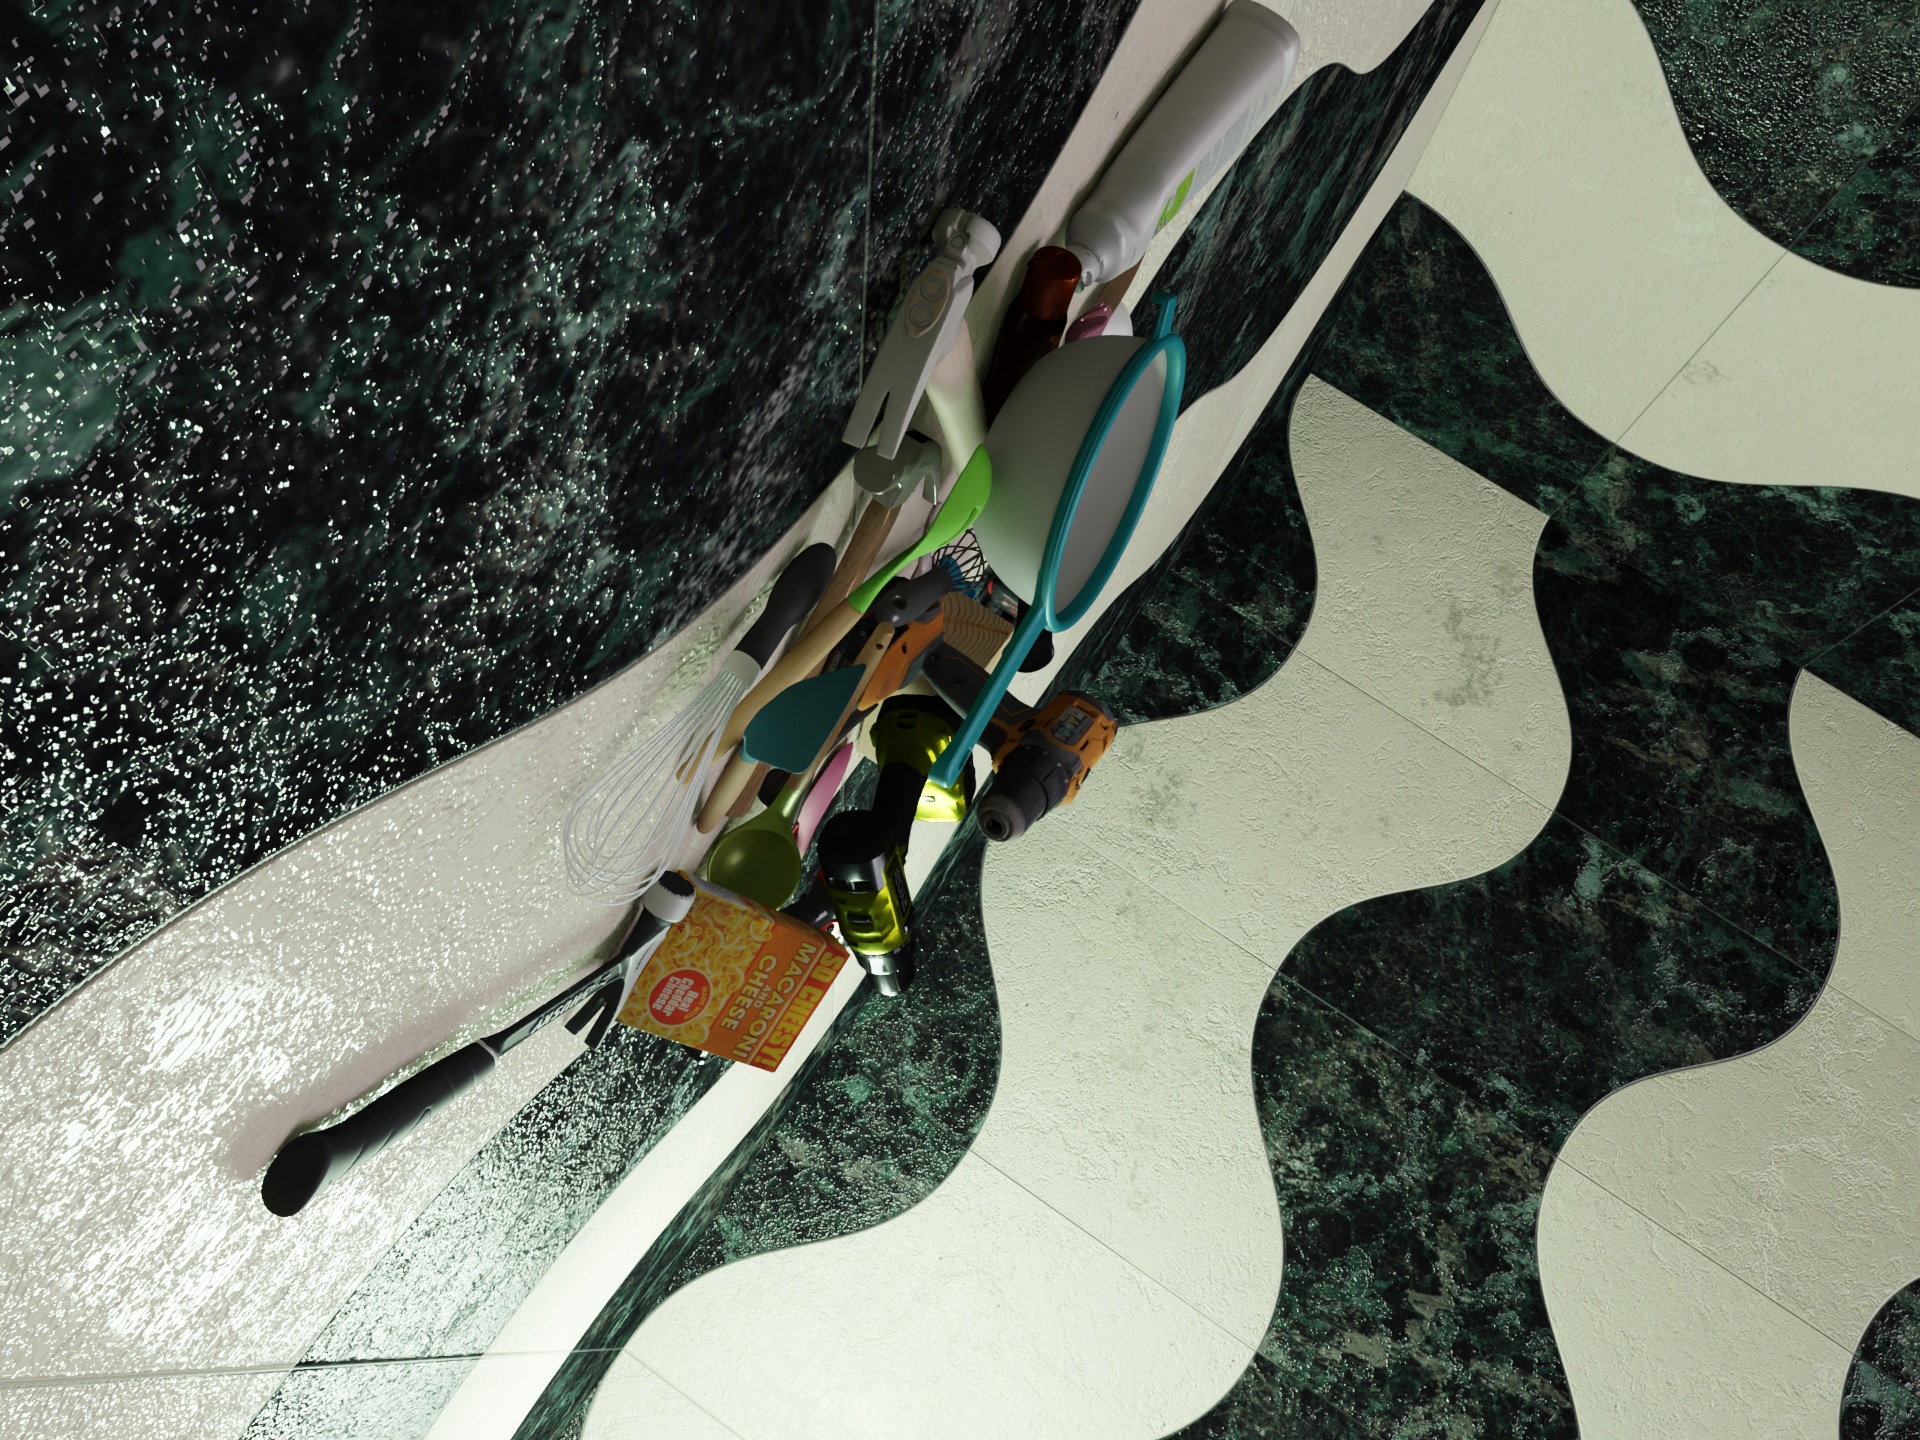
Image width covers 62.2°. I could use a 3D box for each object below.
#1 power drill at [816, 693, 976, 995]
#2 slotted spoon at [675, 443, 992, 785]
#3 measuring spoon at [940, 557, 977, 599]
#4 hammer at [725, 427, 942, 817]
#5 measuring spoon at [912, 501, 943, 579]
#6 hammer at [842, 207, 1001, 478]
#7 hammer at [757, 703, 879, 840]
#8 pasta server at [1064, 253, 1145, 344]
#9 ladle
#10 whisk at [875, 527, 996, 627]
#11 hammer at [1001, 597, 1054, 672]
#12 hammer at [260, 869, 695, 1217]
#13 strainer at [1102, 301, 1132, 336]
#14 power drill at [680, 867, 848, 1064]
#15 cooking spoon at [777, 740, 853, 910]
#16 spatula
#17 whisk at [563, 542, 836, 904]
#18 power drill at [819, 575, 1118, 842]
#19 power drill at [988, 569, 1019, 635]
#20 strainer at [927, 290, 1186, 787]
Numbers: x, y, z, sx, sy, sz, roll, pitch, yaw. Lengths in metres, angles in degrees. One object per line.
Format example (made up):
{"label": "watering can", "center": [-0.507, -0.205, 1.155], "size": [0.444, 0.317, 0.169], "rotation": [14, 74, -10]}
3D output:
{"label": "power drill", "center": [-0.052, 0.106, 1.378], "size": [0.229, 0.080, 0.190], "rotation": [-70, 156, -45]}
{"label": "slotted spoon", "center": [-0.084, -0.058, 1.027], "size": [0.313, 0.031, 0.070], "rotation": [-43, -173, 22]}
{"label": "measuring spoon", "center": [-0.010, -0.132, 1.497], "size": [0.042, 0.021, 0.128], "rotation": [-55, 163, -8]}
{"label": "hammer", "center": [-0.100, -0.064, 1.146], "size": [0.331, 0.031, 0.130], "rotation": [-60, 171, 26]}
{"label": "measuring spoon", "center": [-0.022, -0.145, 1.342], "size": [0.034, 0.018, 0.124], "rotation": [-52, 170, -26]}
{"label": "hammer", "center": [0.001, -0.184, 1.076], "size": [0.410, 0.038, 0.146], "rotation": [54, 60, -78]}
{"label": "hammer", "center": [-0.168, 0.125, 1.470], "size": [0.149, 0.037, 0.358], "rotation": [-49, 169, -43]}
{"label": "pasta server", "center": [0.123, -0.328, 1.241], "size": [0.316, 0.040, 0.060], "rotation": [-65, 146, -56]}
{"label": "ladle", "center": [-0.119, 0.043, 1.230], "size": [0.062, 0.078, 0.320], "rotation": [-92, -154, -43]}
{"label": "whisk", "center": [-0.019, -0.112, 1.252], "size": [0.055, 0.055, 0.239], "rotation": [-60, 173, 25]}
{"label": "hammer", "center": [0.072, -0.133, 1.352], "size": [0.146, 0.035, 0.335], "rotation": [-34, -159, 21]}
{"label": "hammer", "center": [-0.301, 0.213, 1.028], "size": [0.149, 0.036, 0.409], "rotation": [-58, 172, 18]}
{"label": "strainer", "center": [0.089, -0.282, 1.404], "size": [0.258, 0.050, 0.087], "rotation": [-56, -173, 20]}
{"label": "power drill", "center": [-0.172, 0.215, 1.454], "size": [0.227, 0.080, 0.187], "rotation": [-32, 159, -37]}
{"label": "cooking spoon", "center": [-0.170, 0.145, 1.596], "size": [0.069, 0.017, 0.318], "rotation": [-43, 164, -56]}
{"label": "spatula", "center": [-0.138, 0.036, 1.072], "size": [0.082, 0.044, 0.317], "rotation": [-62, -173, -25]}
{"label": "whisk", "center": [-0.155, -0.007, 0.983], "size": [0.285, 0.070, 0.070], "rotation": [-58, 174, -27]}
{"label": "power drill", "center": [-0.002, -0.004, 1.259], "size": [0.185, 0.226, 0.084], "rotation": [-46, 167, -52]}
{"label": "power drill", "center": [0.034, -0.079, 1.750], "size": [0.219, 0.078, 0.143], "rotation": [-57, 172, 24]}
{"label": "strainer", "center": [0.036, -0.118, 1.048], "size": [0.340, 0.095, 0.210], "rotation": [-60, 165, -15]}
